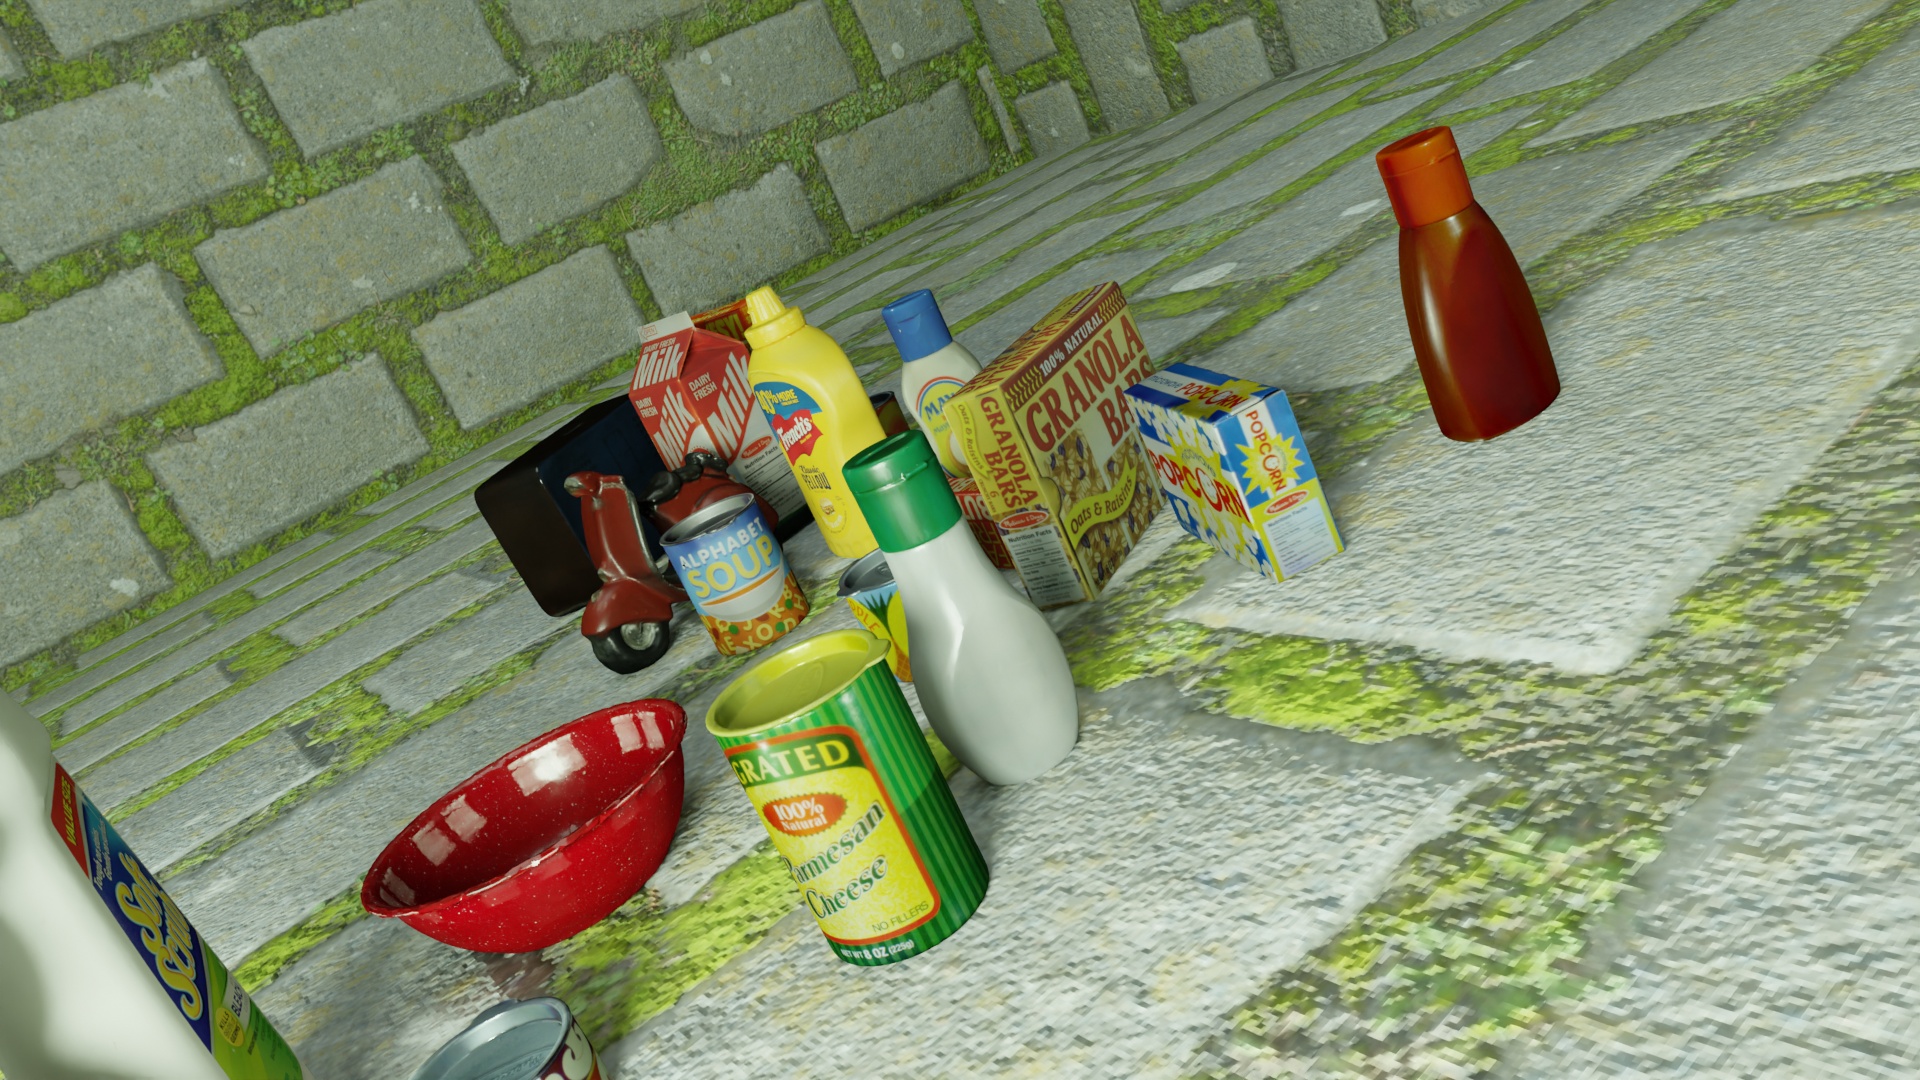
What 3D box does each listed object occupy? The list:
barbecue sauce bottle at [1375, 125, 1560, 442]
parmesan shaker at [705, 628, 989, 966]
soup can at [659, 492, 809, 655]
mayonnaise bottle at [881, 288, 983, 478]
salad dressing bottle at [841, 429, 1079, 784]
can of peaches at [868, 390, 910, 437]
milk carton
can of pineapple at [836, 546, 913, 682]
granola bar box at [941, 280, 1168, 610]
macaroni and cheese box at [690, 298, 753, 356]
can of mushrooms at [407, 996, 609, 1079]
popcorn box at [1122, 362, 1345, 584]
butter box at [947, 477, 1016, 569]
[{"bbox_3d":[0.244,-0.126,0.680,0.065,0.148,0.043,-30,18,-17],"label":"barbecue sauce bottle"},{"bbox_3d":[-0.036,0.092,0.498,0.071,0.103,0.071,-23,17,7],"label":"parmesan shaker"},{"bbox_3d":[-0.142,0.022,0.881,0.071,0.083,0.071,-23,17,7],"label":"soup can"},{"bbox_3d":[-0.007,-0.093,0.928,0.064,0.147,0.041,-21,17,13],"label":"mayonnaise bottle"},{"bbox_3d":[0.000,0.027,0.564,0.064,0.147,0.044,-34,19,-27],"label":"salad dressing bottle"},{"bbox_3d":[-0.074,-0.081,1.137,0.071,0.058,0.071,-23,17,7],"label":"can of peaches"},{"bbox_3d":[-0.189,-0.086,1.082,0.072,0.190,0.074,-8,24,44],"label":"milk carton"},{"bbox_3d":[-0.024,0.034,0.728,0.071,0.057,0.071,-23,17,7],"label":"can of pineapple"},{"bbox_3d":[0.065,-0.056,0.760,0.039,0.124,0.166,-13,20,34],"label":"granola bar box"},{"bbox_3d":[-0.184,-0.128,1.242,0.123,0.166,0.040,-7,25,46],"label":"macaroni and cheese box"},{"bbox_3d":[-0.159,0.193,0.484,0.071,0.033,0.071,-23,17,7],"label":"can of mushrooms"},{"bbox_3d":[0.130,-0.037,0.681,0.038,0.085,0.127,-27,17,-6],"label":"popcorn box"},{"bbox_3d":[0.003,-0.010,0.831,0.024,0.053,0.103,-35,20,-31],"label":"butter box"}]
